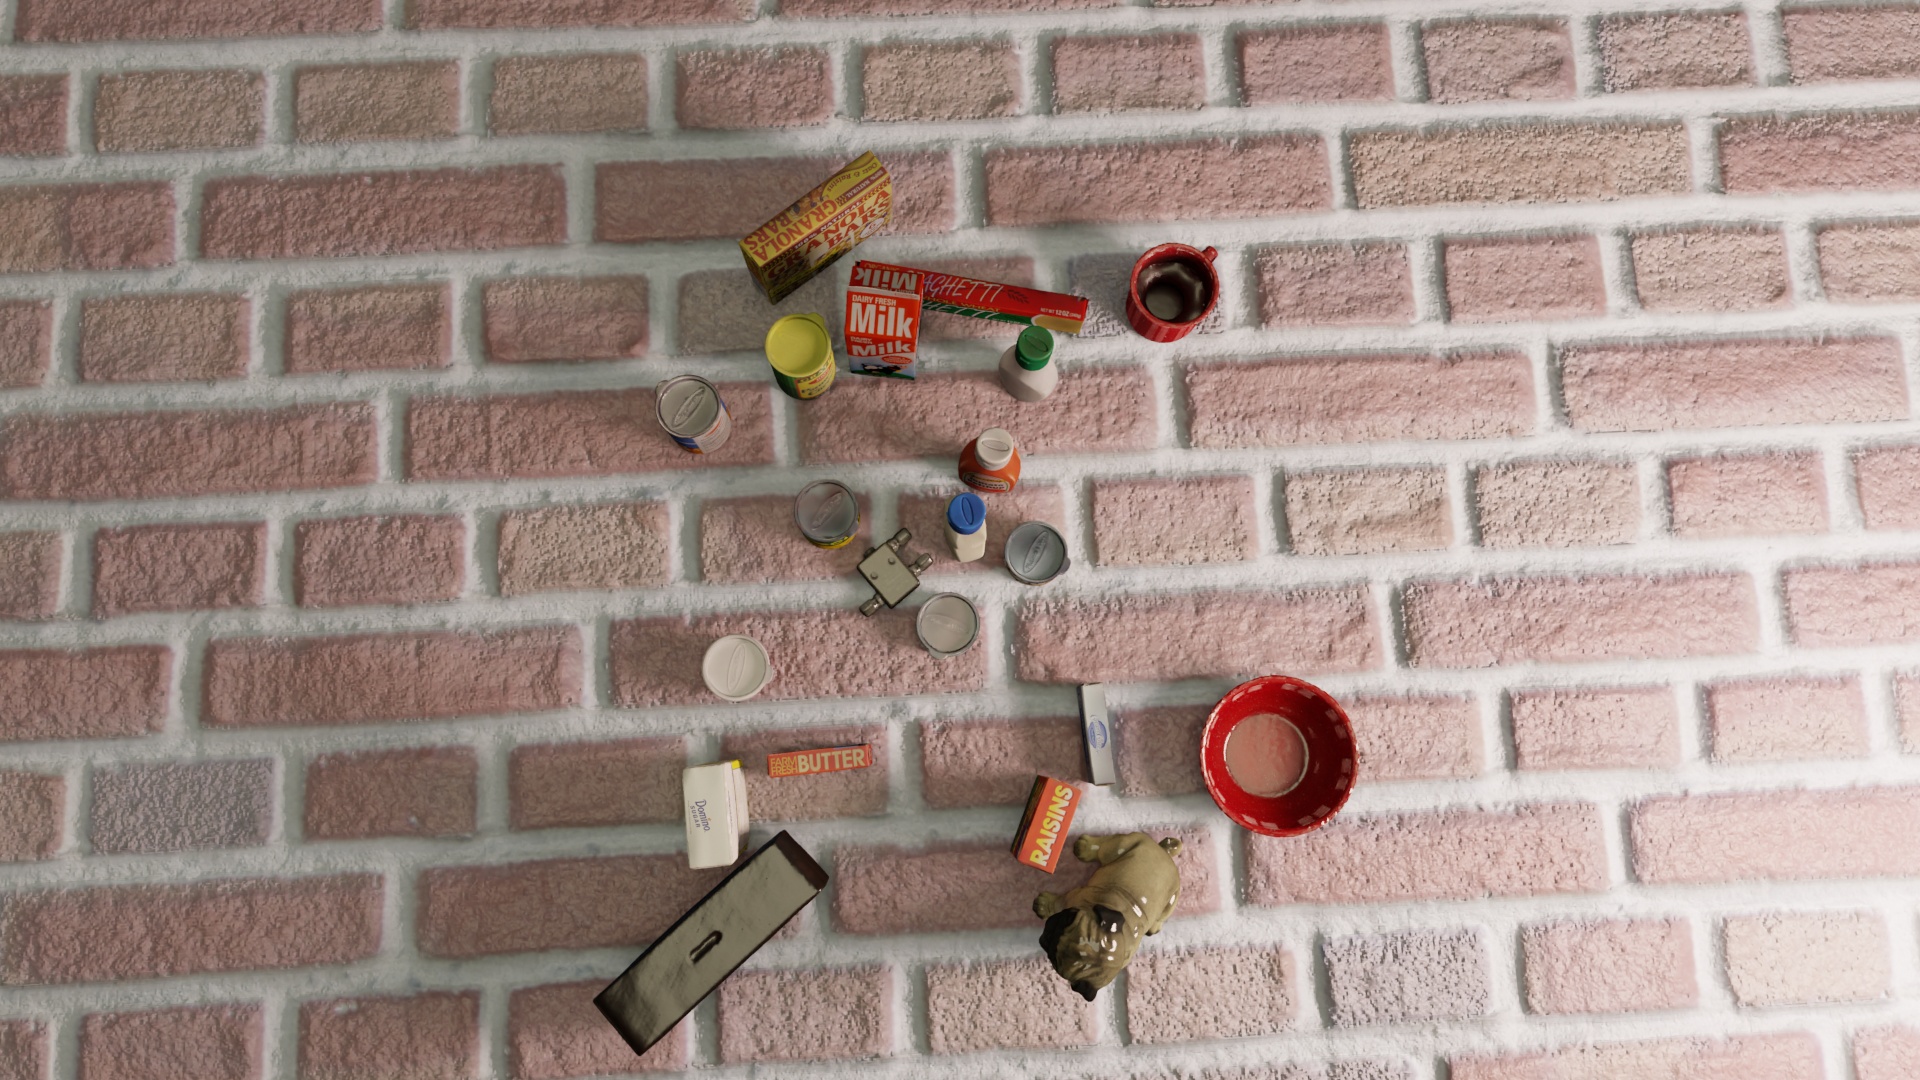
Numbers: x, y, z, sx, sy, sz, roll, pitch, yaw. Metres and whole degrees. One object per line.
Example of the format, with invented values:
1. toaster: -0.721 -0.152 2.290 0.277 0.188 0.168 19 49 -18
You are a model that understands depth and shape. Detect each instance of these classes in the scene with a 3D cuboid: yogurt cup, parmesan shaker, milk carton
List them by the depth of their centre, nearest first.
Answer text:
1. milk carton: -0.076 -0.223 1.405 0.072 0.190 0.073 6 82 -1
2. yogurt cup: -0.226 0.130 1.414 0.072 0.054 0.072 0 81 -2
3. parmesan shaker: -0.162 -0.191 1.441 0.071 0.103 0.071 0 82 -2

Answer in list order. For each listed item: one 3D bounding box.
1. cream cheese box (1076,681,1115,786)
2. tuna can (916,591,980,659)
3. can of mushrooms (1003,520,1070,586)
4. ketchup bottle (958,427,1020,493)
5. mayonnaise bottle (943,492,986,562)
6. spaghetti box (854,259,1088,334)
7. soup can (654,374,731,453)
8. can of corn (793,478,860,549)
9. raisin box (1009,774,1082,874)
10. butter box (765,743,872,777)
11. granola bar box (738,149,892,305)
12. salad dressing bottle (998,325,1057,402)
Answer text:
1. cream cheese box: 0.138 0.197 1.415 0.024 0.053 0.104 -6 82 -2
2. tuna can: -0.014 0.090 1.437 0.071 0.033 0.071 0 81 -2
3. can of mushrooms: 0.080 0.015 1.451 0.071 0.033 0.071 0 81 -2
4. ketchup bottle: 0.031 -0.082 1.407 0.065 0.148 0.043 13 82 0
5. mayonnaise bottle: 0.005 -0.018 1.396 0.041 0.148 0.065 -14 82 -4
6. spaghetti box: 0.010 -0.260 1.484 0.250 0.050 0.029 9 82 0
7. soup can: -0.277 -0.131 1.438 0.071 0.083 0.071 0 82 -2
8. can of corn: -0.135 -0.025 1.439 0.071 0.058 0.071 0 81 -2
9. raisin box: 0.083 0.276 1.365 0.040 0.123 0.086 22 82 2
10. butter box: -0.142 0.222 1.403 0.103 0.053 0.024 -6 82 -3
11. granola bar box: -0.147 -0.324 1.452 0.166 0.124 0.039 -37 84 -7
12. salad dressing bottle: 0.072 -0.181 1.424 0.064 0.147 0.044 35 82 3
